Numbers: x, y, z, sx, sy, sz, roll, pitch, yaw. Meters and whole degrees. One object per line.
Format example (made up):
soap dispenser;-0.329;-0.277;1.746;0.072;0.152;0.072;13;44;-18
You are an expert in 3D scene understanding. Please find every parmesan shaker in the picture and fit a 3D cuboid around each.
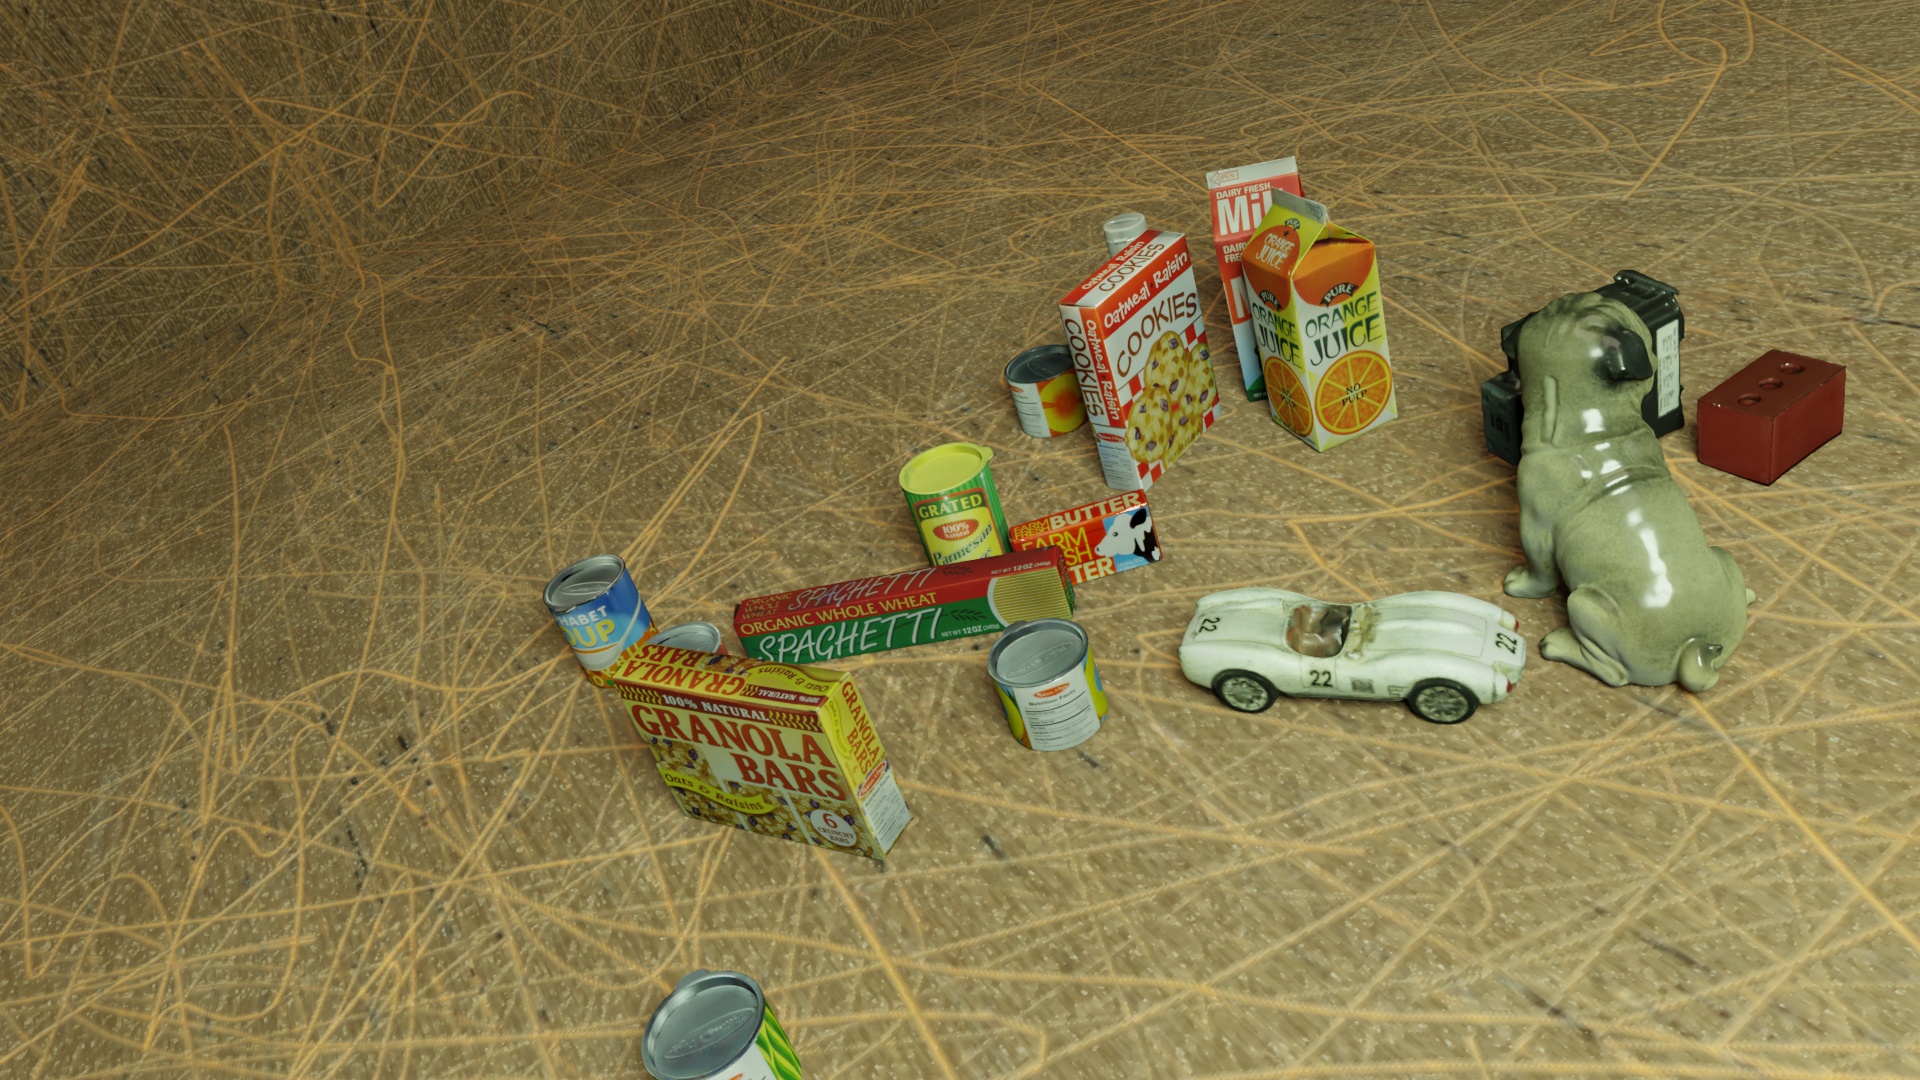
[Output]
parmesan shaker;0.004;-0.013;1.030;0.071;0.102;0.072;-14;32;9

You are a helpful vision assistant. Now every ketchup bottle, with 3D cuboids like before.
ketchup bottle;0.158;-0.209;1.208;0.064;0.148;0.044;-2;36;26

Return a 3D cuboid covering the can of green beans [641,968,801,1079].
can of green beans;-0.121;0.265;0.711;0.071;0.057;0.071;-14;32;9

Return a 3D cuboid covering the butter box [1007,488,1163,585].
butter box;0.091;0.002;1.009;0.103;0.053;0.024;-16;32;5

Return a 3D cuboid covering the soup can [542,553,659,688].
soup can;-0.276;0.065;1.076;0.071;0.083;0.072;-14;32;9

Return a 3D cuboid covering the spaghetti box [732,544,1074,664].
spaghetti box;-0.044;0.051;1.008;0.250;0.050;0.029;-10;33;14

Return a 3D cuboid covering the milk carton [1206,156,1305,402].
milk carton;0.252;-0.216;1.129;0.072;0.189;0.074;-8;33;18

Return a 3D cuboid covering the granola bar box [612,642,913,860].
granola bar box;-0.124;0.129;0.858;0.165;0.123;0.039;4;38;32

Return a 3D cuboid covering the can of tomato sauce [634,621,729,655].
can of tomato sauce;-0.181;0.109;0.958;0.071;0.082;0.071;-14;32;9

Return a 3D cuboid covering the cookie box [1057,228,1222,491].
cookie box;0.144;-0.141;1.093;0.040;0.166;0.123;13;44;41

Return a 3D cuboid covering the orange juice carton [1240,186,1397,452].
orange juice carton;0.269;-0.172;1.050;0.073;0.191;0.072;-25;32;-9

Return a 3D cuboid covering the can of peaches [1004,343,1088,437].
can of peaches;0.080;-0.132;1.216;0.071;0.057;0.071;-14;32;9

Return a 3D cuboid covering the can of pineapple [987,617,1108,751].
can of pineapple;0.056;0.091;0.886;0.071;0.057;0.071;-14;32;9
